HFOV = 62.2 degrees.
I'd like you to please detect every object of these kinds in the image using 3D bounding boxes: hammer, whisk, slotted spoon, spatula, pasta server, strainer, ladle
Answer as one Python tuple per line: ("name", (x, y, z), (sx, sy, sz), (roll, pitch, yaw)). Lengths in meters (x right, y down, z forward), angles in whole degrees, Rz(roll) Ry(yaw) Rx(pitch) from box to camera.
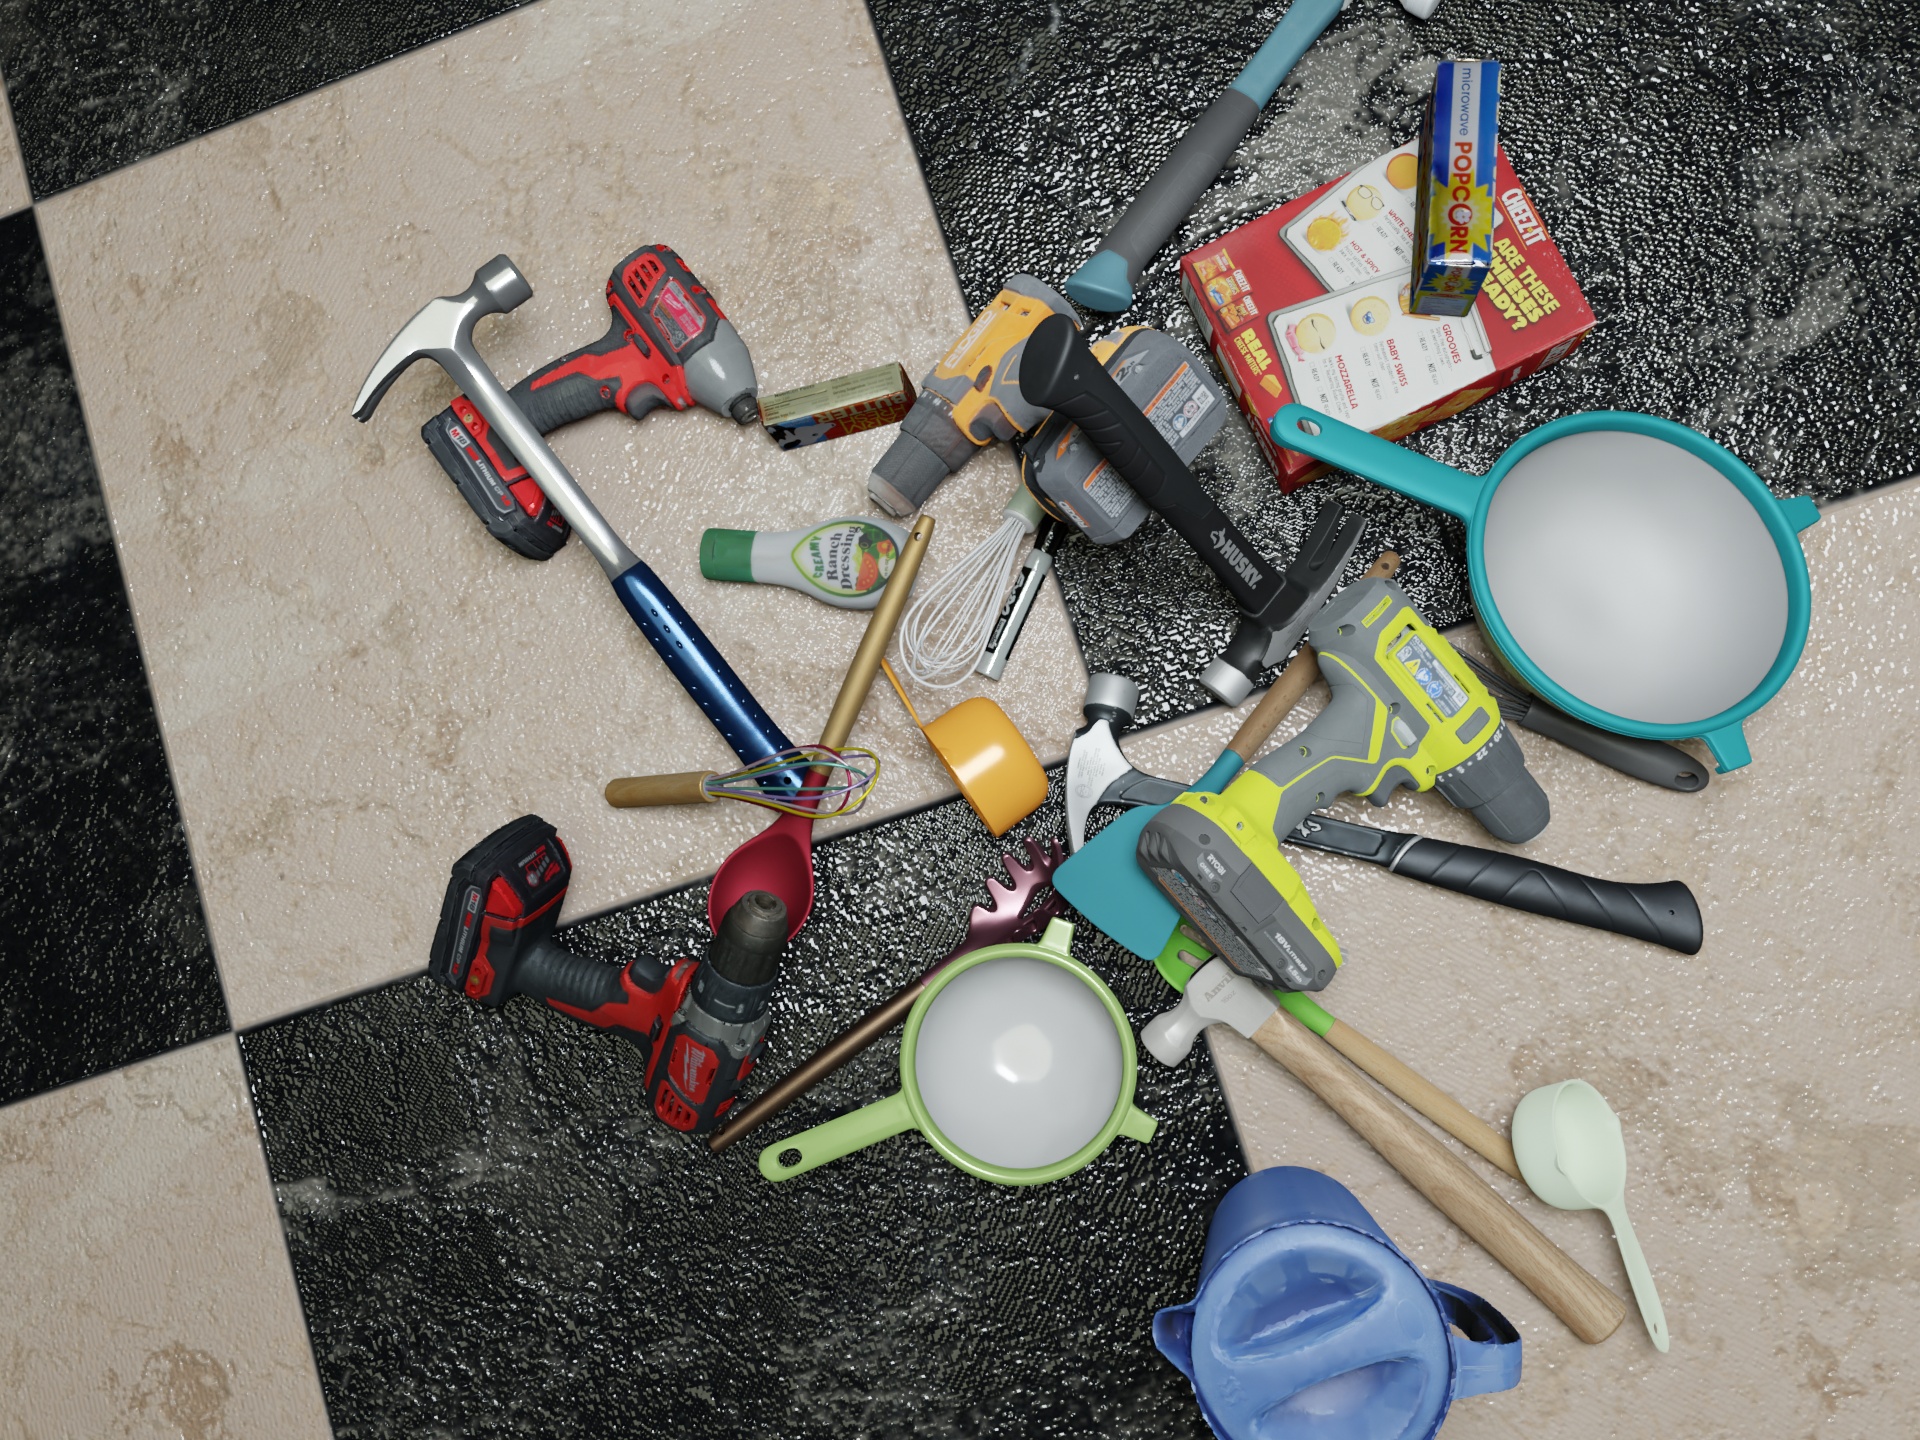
("hammer", (0.134, -0.132, 0.932), (0.146, 0.334, 0.035), (-51, 49, 2))
("whisk", (0.362, -0.004, 1.017), (0.239, 0.055, 0.055), (22, 88, 6))
("slotted spoon", (0.257, 0.214, 1.020), (0.314, 0.031, 0.070), (35, 91, 9))
("spatula", (0.186, 0.007, 1.016), (0.082, 0.044, 0.317), (38, 72, 12))
("pasta server", (-0.048, 0.190, 1.064), (0.316, 0.040, 0.060), (-38, 39, 6))
("strainer", (-0.008, 0.240, 1.036), (0.256, 0.069, 0.151), (-24, 84, 6))
("hammer", (-0.235, -0.105, 1.065), (0.144, 0.035, 0.405), (-38, 97, -4))
("whisk", (-0.150, 0.045, 1.042), (0.245, 0.051, 0.047), (-5, 79, 37))
("ladle", (-0.085, 0.010, 1.051), (0.069, 0.031, 0.315), (25, 96, 6))
("whisk", (0.035, -0.126, 1.059), (0.059, 0.058, 0.246), (38, 75, -18))
("hammer", (0.182, -0.404, 1.066), (0.128, 0.033, 0.331), (35, 81, 12))
("hammer", (0.264, 0.085, 1.016), (0.409, 0.036, 0.149), (14, 71, 7))
("strainer", (0.343, -0.103, 0.989), (0.340, 0.095, 0.211), (24, 72, 4))
("hammer", (0.278, 0.262, 0.992), (0.331, 0.031, 0.130), (41, 107, 4))

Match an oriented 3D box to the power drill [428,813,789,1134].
("power drill", (-0.223, 0.150, 1.044), (0.227, 0.080, 0.187), (29, 119, 9))

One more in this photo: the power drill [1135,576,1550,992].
("power drill", (0.236, 0.053, 0.954), (0.228, 0.080, 0.190), (-43, 99, -13))

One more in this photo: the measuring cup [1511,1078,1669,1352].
("measuring cup", (0.385, 0.303, 0.970), (0.038, 0.083, 0.167), (-25, 81, 46))

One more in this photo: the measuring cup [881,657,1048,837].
("measuring cup", (-0.002, -0.003, 1.063), (0.052, 0.095, 0.174), (-33, 62, -3))

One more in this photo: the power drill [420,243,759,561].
("power drill", (-0.251, -0.218, 1.118), (0.219, 0.078, 0.143), (-38, 81, 1))

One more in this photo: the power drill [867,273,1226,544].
("power drill", (0.041, -0.186, 1.016), (0.185, 0.084, 0.226), (-50, 37, 0))
